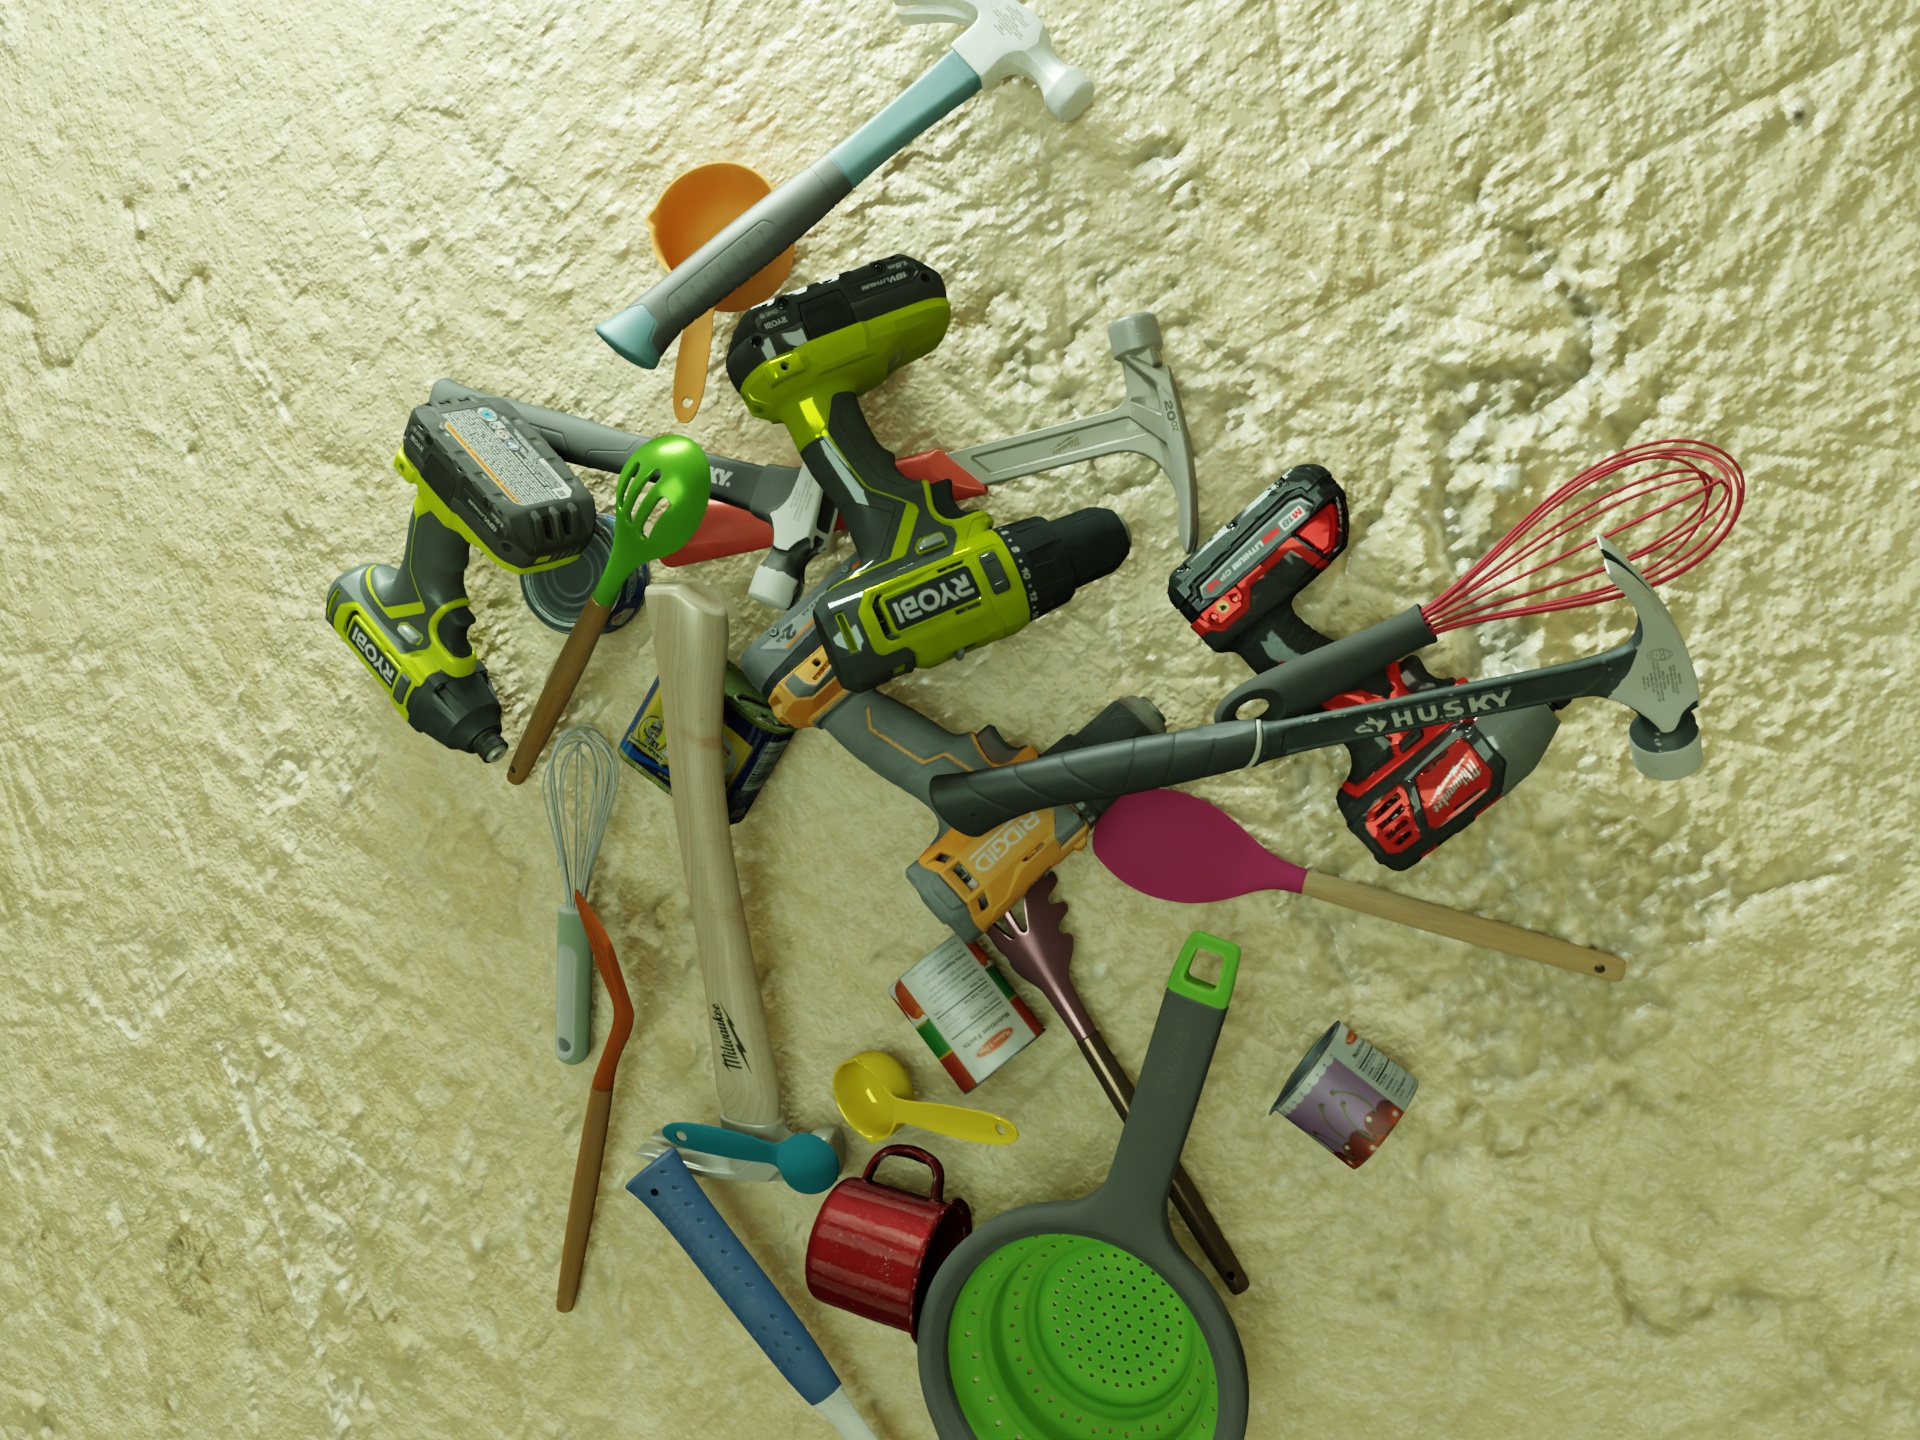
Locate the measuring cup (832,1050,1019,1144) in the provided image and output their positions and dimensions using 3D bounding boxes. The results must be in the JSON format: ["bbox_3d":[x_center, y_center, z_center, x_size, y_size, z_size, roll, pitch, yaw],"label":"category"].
[{"bbox_3d":[-0.018,0.245,1.015,0.156,0.029,0.062,1,107,41],"label":"measuring cup"}]

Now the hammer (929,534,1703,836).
[{"bbox_3d":[0.175,0.006,0.857,0.409,0.036,0.149,-12,130,19],"label":"hammer"}]

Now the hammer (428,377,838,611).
[{"bbox_3d":[-0.223,-0.183,1.055,0.335,0.035,0.146,18,87,25],"label":"hammer"}]

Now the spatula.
[{"bbox_3d":[-0.261,0.275,1.104,0.081,0.041,0.322,36,118,54],"label":"spatula"}]

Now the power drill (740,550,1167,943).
[{"bbox_3d":[-0.002,-0.003,0.986,0.185,0.084,0.226,-42,80,-4],"label":"power drill"}]

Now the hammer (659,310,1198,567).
[{"bbox_3d":[-0.031,-0.142,1.017,0.359,0.036,0.149,-12,90,18],"label":"hammer"}]

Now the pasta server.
[{"bbox_3d":[0.096,0.220,1.007,0.060,0.040,0.316,-32,88,18],"label":"pasta server"}]

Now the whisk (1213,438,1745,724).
[{"bbox_3d":[0.266,-0.060,0.842,0.296,0.073,0.073,-28,85,23],"label":"whisk"}]

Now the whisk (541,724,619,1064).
[{"bbox_3d":[-0.268,0.124,1.109,0.058,0.059,0.246,10,102,30],"label":"whisk"}]

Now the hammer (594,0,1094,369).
[{"bbox_3d":[-0.084,-0.328,0.979,0.331,0.033,0.128,-39,78,0],"label":"hammer"}]

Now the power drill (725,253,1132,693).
[{"bbox_3d":[-0.022,-0.149,0.938,0.190,0.080,0.228,-23,84,-9],"label":"power drill"}]

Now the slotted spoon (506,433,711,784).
[{"bbox_3d":[-0.243,-0.060,1.047,0.070,0.031,0.313,50,127,19],"label":"slotted spoon"}]

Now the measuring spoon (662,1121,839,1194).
[{"bbox_3d":[-0.142,0.287,1.047,0.128,0.021,0.042,7,108,17],"label":"measuring spoon"}]

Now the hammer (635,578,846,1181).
[{"bbox_3d":[-0.168,0.113,1.036,0.146,0.038,0.410,0,106,19],"label":"hammer"}]

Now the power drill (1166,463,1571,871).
[{"bbox_3d":[0.235,-0.036,0.918,0.143,0.078,0.220,-41,84,17],"label":"power drill"}]

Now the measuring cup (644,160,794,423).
[{"bbox_3d":[-0.157,-0.268,1.024,0.095,0.052,0.174,8,84,9],"label":"measuring cup"}]

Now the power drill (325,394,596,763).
[{"bbox_3d":[-0.336,-0.090,1.072,0.171,0.080,0.223,47,127,14],"label":"power drill"}]

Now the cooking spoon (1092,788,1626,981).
[{"bbox_3d":[0.233,0.105,0.956,0.319,0.017,0.068,15,99,17],"label":"cooking spoon"}]

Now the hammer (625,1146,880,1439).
[{"bbox_3d":[-0.078,0.453,1.056,0.144,0.035,0.405,-40,87,16],"label":"hammer"}]

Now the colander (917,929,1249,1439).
[{"bbox_3d":[0.106,0.310,0.969,0.204,0.094,0.397,19,100,20],"label":"colander"}]
